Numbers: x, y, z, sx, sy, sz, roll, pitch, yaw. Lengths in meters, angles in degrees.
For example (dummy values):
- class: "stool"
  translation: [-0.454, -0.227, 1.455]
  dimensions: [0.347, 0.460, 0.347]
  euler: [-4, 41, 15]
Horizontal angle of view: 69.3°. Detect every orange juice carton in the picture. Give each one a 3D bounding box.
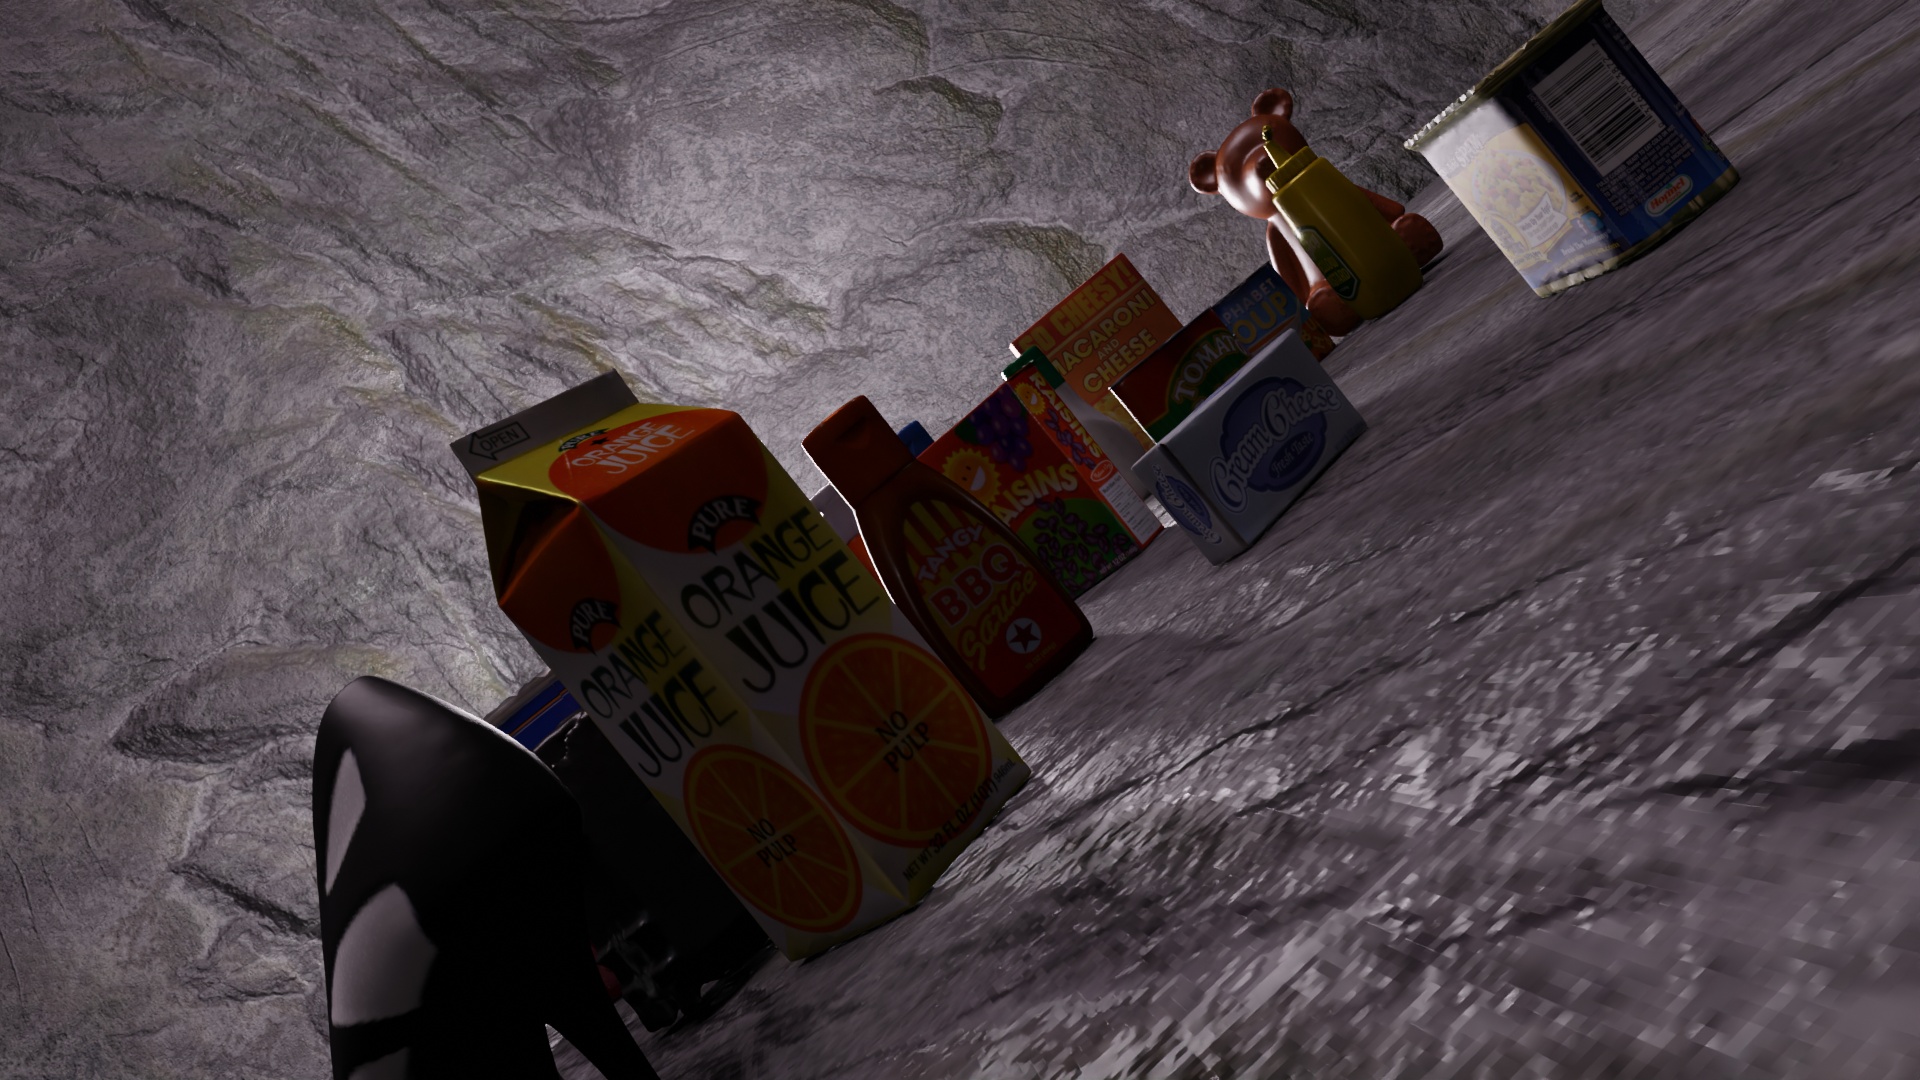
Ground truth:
- class: "orange juice carton"
  translation: [-0.075, 0.031, 0.442]
  dimensions: [0.072, 0.192, 0.072]
  euler: [-39, 0, 44]

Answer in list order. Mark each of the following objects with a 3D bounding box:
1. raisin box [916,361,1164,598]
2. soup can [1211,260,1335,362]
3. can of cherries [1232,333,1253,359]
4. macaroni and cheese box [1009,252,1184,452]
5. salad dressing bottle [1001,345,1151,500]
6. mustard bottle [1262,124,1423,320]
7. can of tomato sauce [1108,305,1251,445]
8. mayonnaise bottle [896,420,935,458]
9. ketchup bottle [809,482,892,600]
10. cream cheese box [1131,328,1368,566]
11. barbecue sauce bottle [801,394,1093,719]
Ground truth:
- class: "raisin box"
  translation: [0.046, -0.028, 0.809]
  dimensions: [0.085, 0.123, 0.040]
  euler: [-39, 0, 37]
- class: "soup can"
  translation: [0.235, -0.160, 1.061]
  dimensions: [0.071, 0.084, 0.071]
  euler: [-39, 0, 1]
- class: "can of cherries"
  translation: [0.185, -0.102, 0.975]
  dimensions: [0.071, 0.058, 0.071]
  euler: [-39, 1, 1]
- class: "macaroni and cheese box"
  translation: [0.140, -0.138, 1.174]
  dimensions: [0.124, 0.166, 0.040]
  euler: [-39, 0, 2]
- class: "salad dressing bottle"
  translation: [0.092, -0.086, 1.091]
  dimensions: [0.064, 0.147, 0.044]
  euler: [-39, 0, -6]
- class: "mustard bottle"
  translation: [0.265, -0.233, 1.002]
  dimensions: [0.049, 0.160, 0.065]
  euler: [-39, 0, -6]
- class: "can of tomato sauce"
  translation: [0.128, -0.067, 0.708]
  dimensions: [0.071, 0.083, 0.071]
  euler: [-39, 0, 1]
- class: "mayonnaise bottle"
  translation: [0.003, -0.012, 0.920]
  dimensions: [0.064, 0.148, 0.041]
  euler: [-39, 0, 8]
- class: "ketchup bottle"
  translation: [-0.037, 0.021, 0.894]
  dimensions: [0.043, 0.149, 0.064]
  euler: [-39, 0, -11]
- class: "cream cheese box"
  translation: [0.120, -0.039, 0.564]
  dimensions: [0.104, 0.053, 0.024]
  euler: [-40, 0, -35]
- class: "barbecue sauce bottle"
  translation: [-0.010, 0.004, 0.612]
  dimensions: [0.065, 0.148, 0.043]
  euler: [-39, 0, -14]
